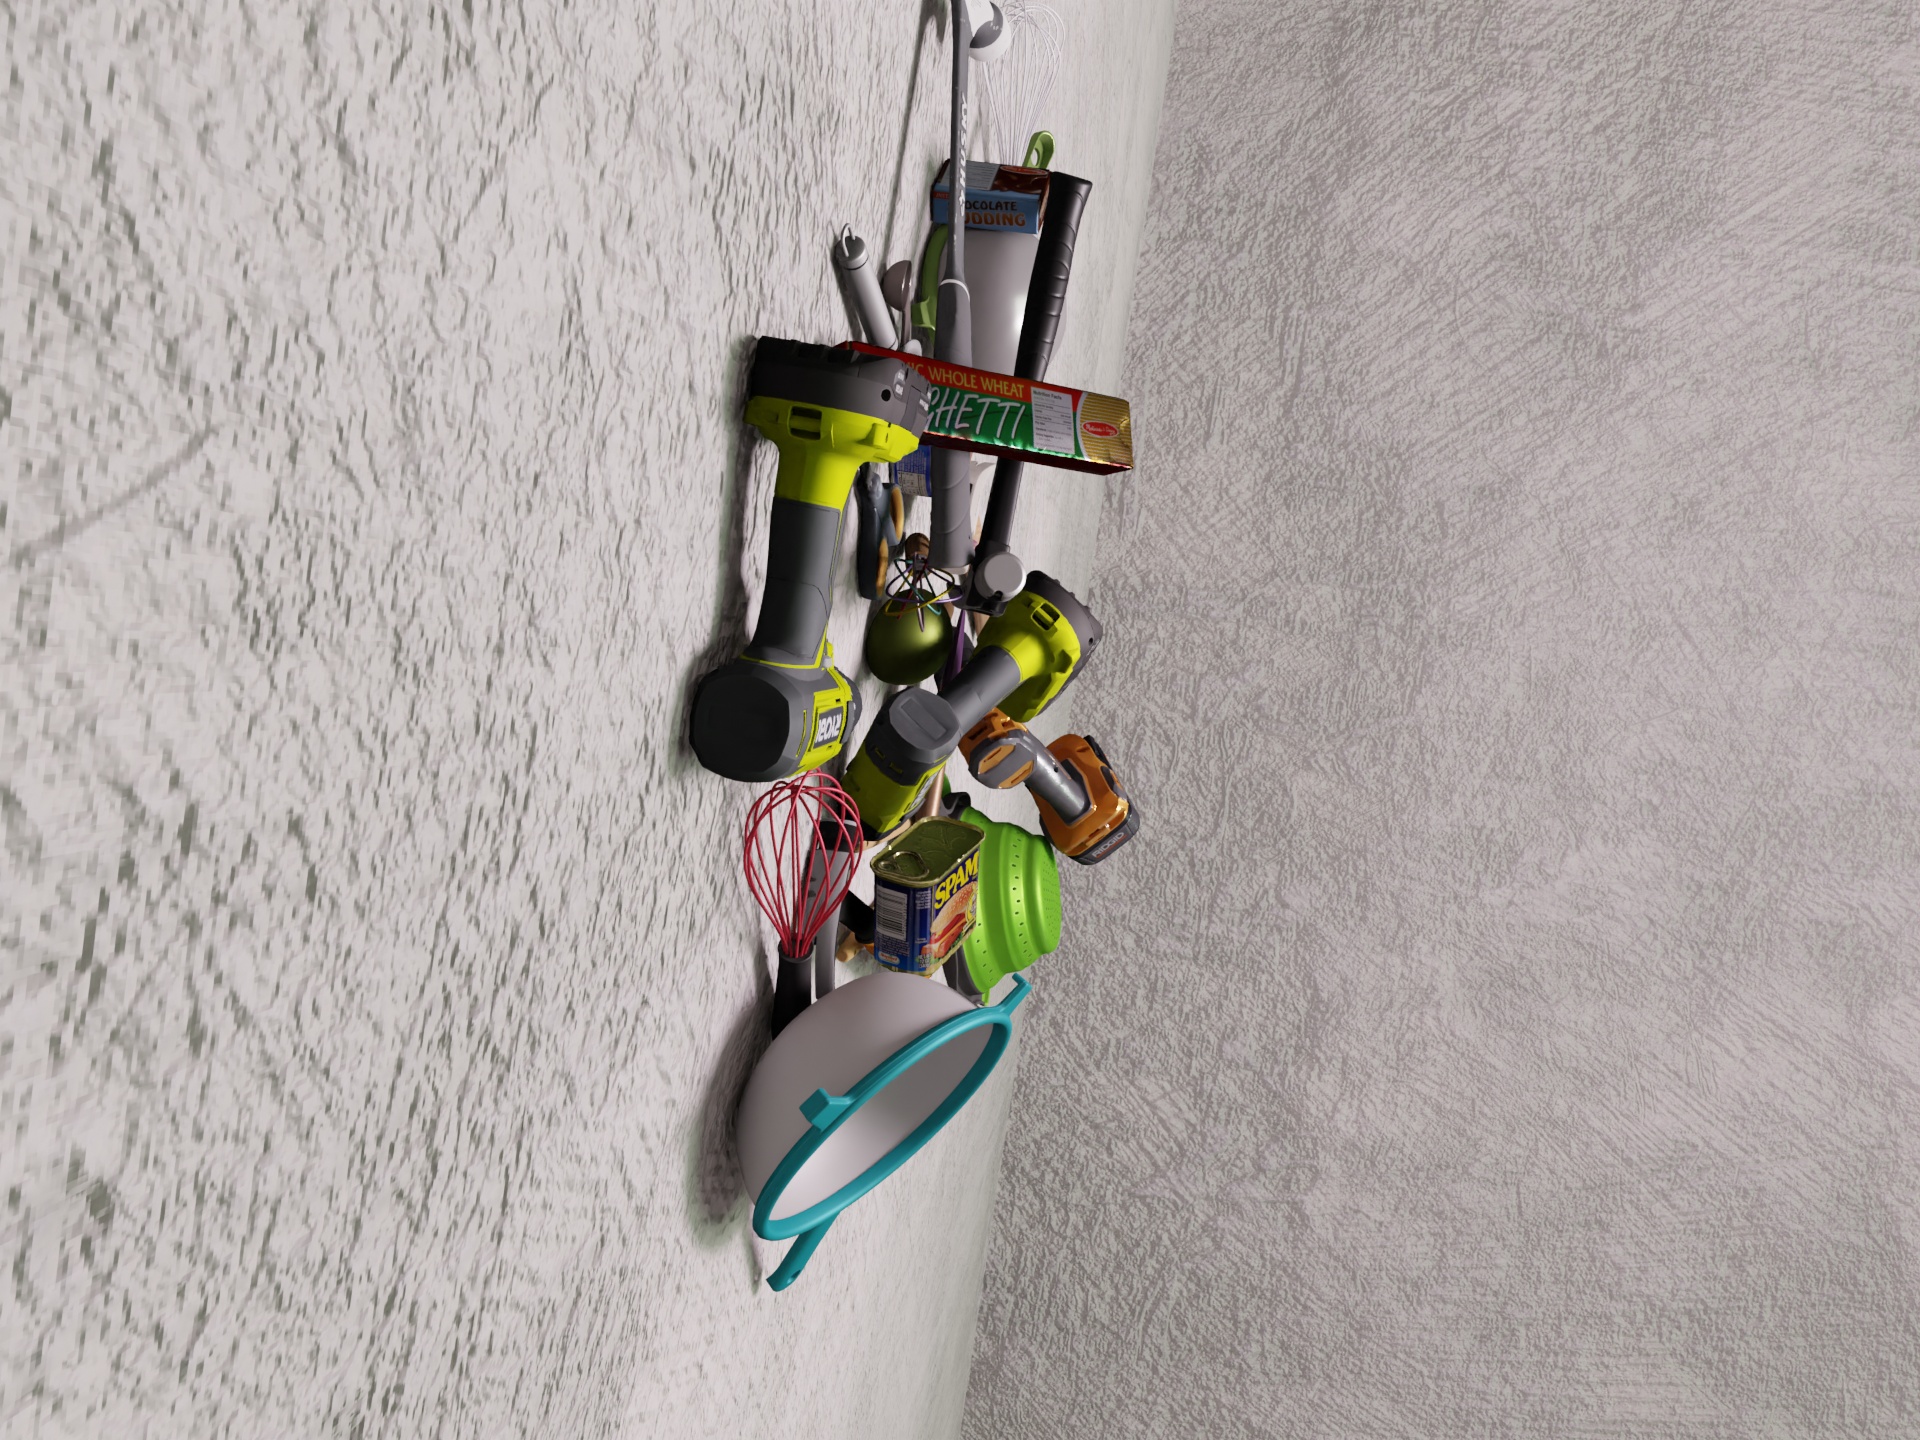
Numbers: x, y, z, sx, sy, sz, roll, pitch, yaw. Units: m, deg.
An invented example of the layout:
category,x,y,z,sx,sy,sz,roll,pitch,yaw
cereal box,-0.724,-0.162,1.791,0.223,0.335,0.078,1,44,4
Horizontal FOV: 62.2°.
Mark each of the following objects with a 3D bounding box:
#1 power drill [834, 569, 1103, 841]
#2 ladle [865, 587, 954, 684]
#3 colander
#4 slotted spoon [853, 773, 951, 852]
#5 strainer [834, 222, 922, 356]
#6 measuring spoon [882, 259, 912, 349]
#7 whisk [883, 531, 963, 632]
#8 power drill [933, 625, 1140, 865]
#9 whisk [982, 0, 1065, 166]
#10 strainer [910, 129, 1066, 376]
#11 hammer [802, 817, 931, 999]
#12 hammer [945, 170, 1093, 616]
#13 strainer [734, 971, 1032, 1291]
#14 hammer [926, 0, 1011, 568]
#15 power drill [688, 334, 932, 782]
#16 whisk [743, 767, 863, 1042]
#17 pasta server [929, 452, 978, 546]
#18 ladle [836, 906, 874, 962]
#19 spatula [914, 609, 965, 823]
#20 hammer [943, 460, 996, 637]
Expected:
category,x,y,z,sx,sy,sz,roll,pitch,yaw
power drill,-0.002,-0.004,1.197,0.223,0.080,0.171,-41,170,-35
ladle,-0.032,-0.084,1.341,0.320,0.062,0.078,-74,-177,-80
colander,0.022,0.112,1.433,0.396,0.094,0.205,70,19,-47
slotted spoon,-0.053,0.086,1.390,0.314,0.031,0.070,-18,111,-78
strainer,-0.048,-0.241,1.039,0.087,0.050,0.258,-64,164,-14
measuring spoon,-0.045,-0.279,1.113,0.124,0.018,0.034,96,6,-71
whisk,-0.034,-0.110,1.171,0.047,0.051,0.245,-51,-168,11
power drill,0.057,0.018,1.459,0.226,0.084,0.186,39,18,-43
whisk,0.045,-0.488,1.357,0.284,0.070,0.070,93,9,-59
strainer,0.055,-0.367,1.241,0.151,0.069,0.256,39,59,-43
hammer,-0.067,0.176,1.261,0.336,0.034,0.127,58,39,-70
hammer,0.046,-0.235,1.139,0.146,0.035,0.335,152,-50,-78
strainer,-0.096,0.277,1.083,0.211,0.095,0.340,-23,151,-42
hammer,-0.004,-0.304,1.061,0.149,0.036,0.409,9,82,-74
power drill,-0.078,-0.083,0.877,0.190,0.080,0.228,-22,124,-79
whisk,-0.103,0.133,1.008,0.295,0.073,0.073,99,5,-47
pasta server,0.007,-0.216,1.339,0.316,0.040,0.060,-80,158,-57
ladle,-0.062,0.160,1.412,0.315,0.031,0.069,-40,139,-75
spatula,-0.022,0.049,1.292,0.059,0.018,0.316,102,-2,-69
hammer,0.017,-0.153,1.590,0.331,0.031,0.130,74,27,-72
